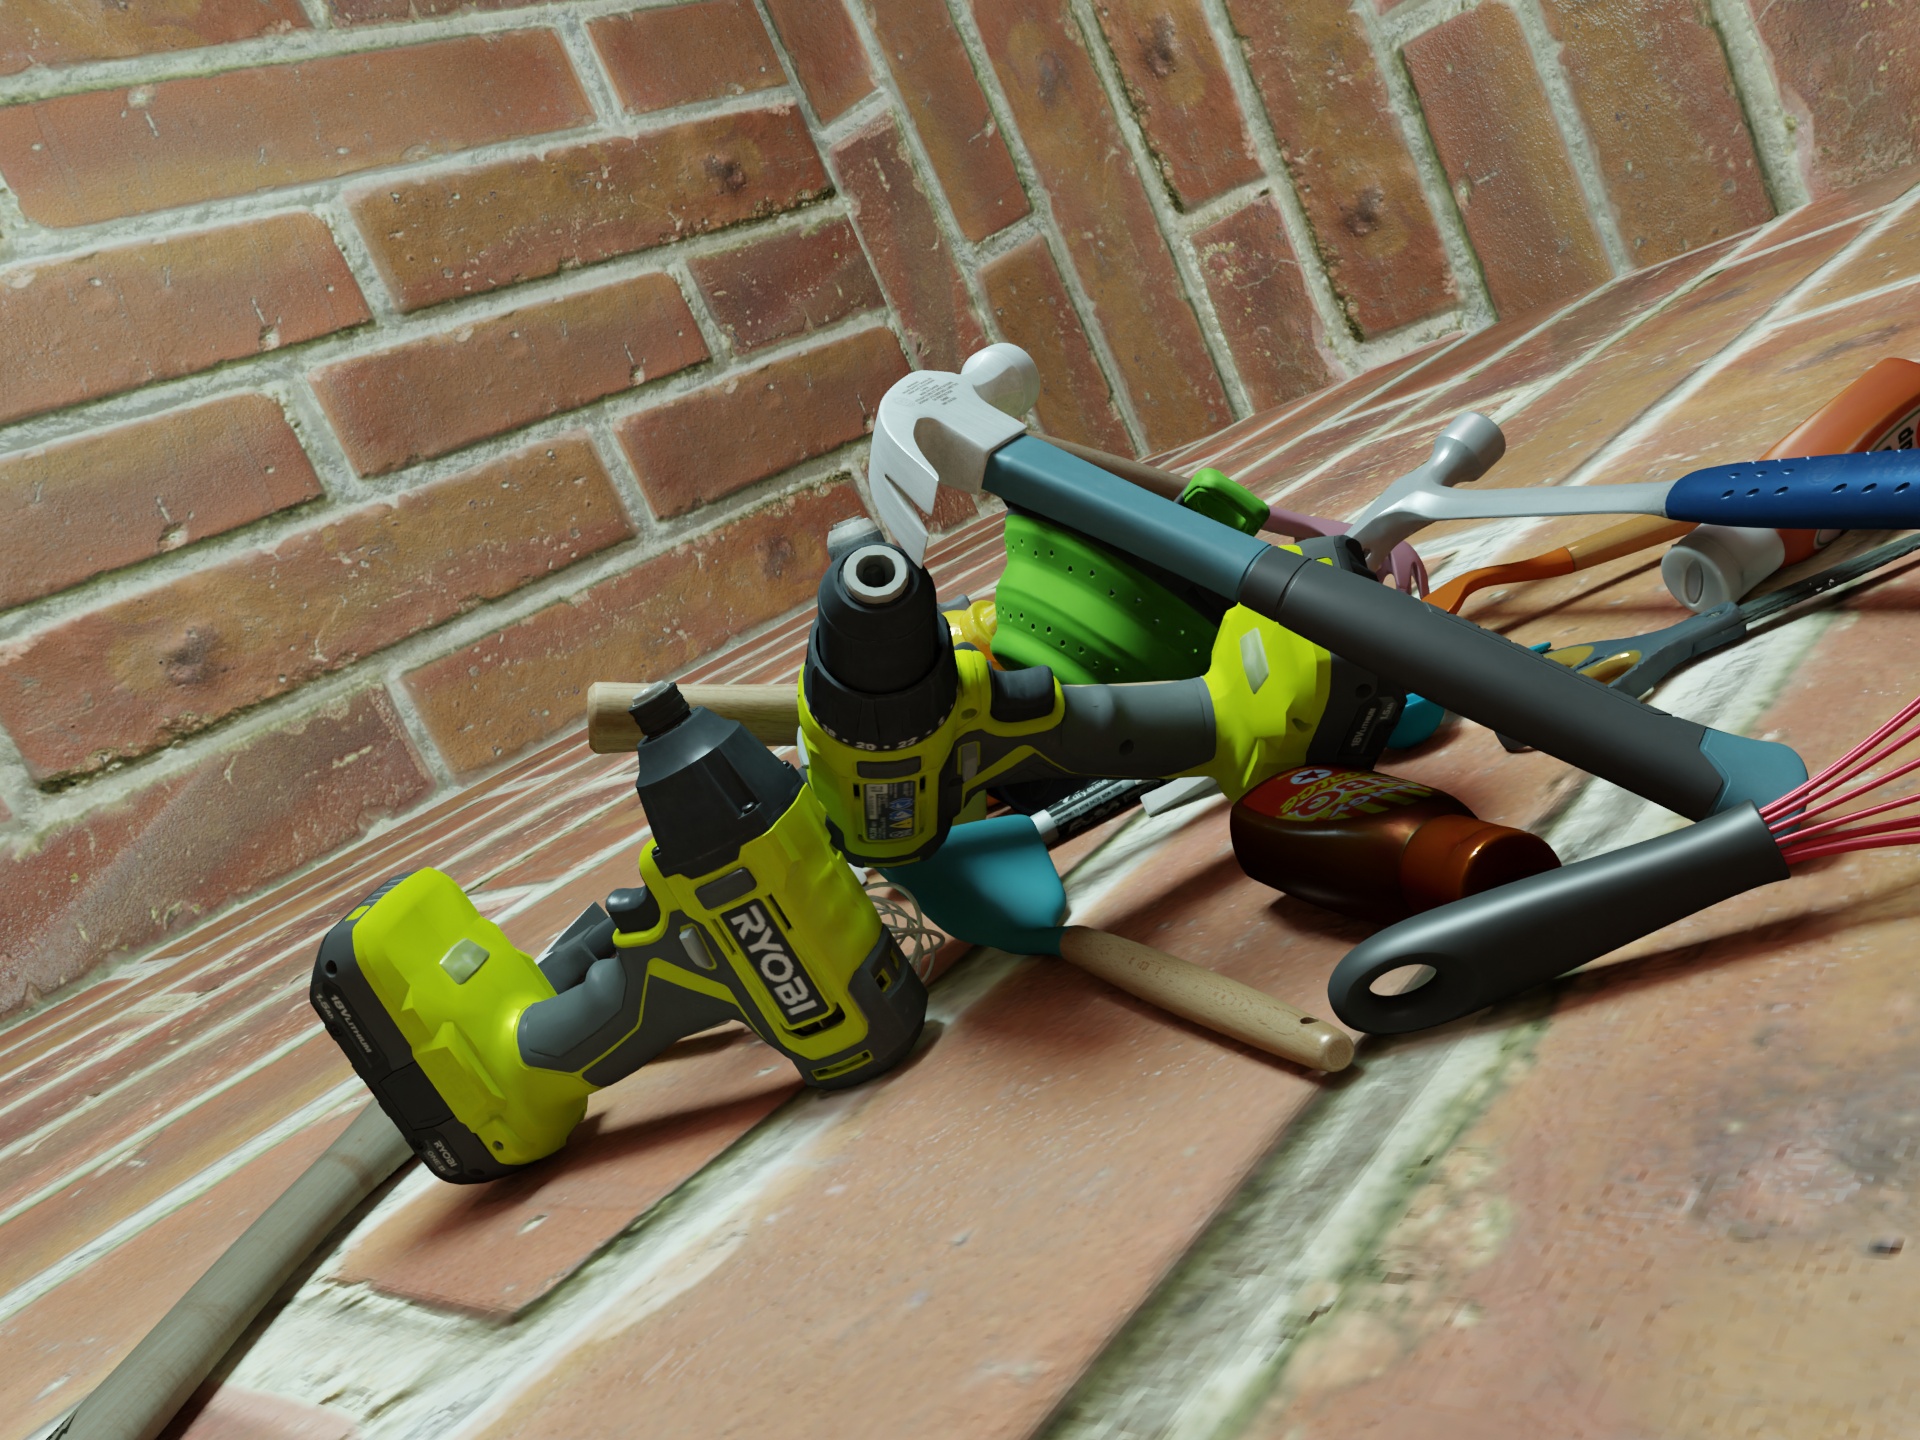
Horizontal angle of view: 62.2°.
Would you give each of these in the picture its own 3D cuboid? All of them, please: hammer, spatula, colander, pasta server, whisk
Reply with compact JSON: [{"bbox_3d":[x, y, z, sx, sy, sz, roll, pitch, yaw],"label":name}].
[{"bbox_3d":[0.112,-0.044,0.530,0.331,0.033,0.128,27,38,20],"label":"hammer"},{"bbox_3d":[0.344,-0.084,0.835,0.322,0.041,0.081,-20,6,1],"label":"spatula"},{"bbox_3d":[0.087,-0.052,0.843,0.094,0.204,0.397,-56,0,-4],"label":"colander"},{"bbox_3d":[-0.001,-0.002,0.730,0.331,0.031,0.130,-1,-38,-13],"label":"hammer"},{"bbox_3d":[0.139,-0.119,0.906,0.316,0.040,0.060,13,-5,-22],"label":"pasta server"},{"bbox_3d":[-0.107,0.127,0.736,0.246,0.058,0.059,-23,-26,34],"label":"whisk"},{"bbox_3d":[0.235,0.023,0.425,0.296,0.073,0.073,-27,8,20],"label":"whisk"},{"bbox_3d":[-0.120,0.063,0.929,0.335,0.035,0.146,-37,6,8],"label":"hammer"},{"bbox_3d":[0.309,-0.094,0.704,0.144,0.035,0.406,-43,19,-12],"label":"hammer"},{"bbox_3d":[0.051,0.079,0.604,0.082,0.044,0.317,-12,7,-20],"label":"spatula"},{"bbox_3d":[-0.308,0.242,0.633,0.146,0.038,0.411,-24,9,9],"label":"hammer"}]

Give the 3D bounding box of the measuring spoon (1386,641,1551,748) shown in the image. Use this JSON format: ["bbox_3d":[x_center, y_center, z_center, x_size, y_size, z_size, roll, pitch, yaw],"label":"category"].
[{"bbox_3d":[0.236,-0.011,0.741,0.128,0.021,0.042,-20,0,-30],"label":"measuring spoon"}]

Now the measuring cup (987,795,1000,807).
[{"bbox_3d":[-0.021,0.035,0.999,0.173,0.052,0.095,-21,10,30],"label":"measuring cup"}]

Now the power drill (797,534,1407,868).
[{"bbox_3d":[0.048,-0.012,0.627,0.228,0.080,0.190,-5,-29,-5],"label":"power drill"}]

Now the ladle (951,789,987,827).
[{"bbox_3d":[-0.069,0.059,0.972,0.078,0.062,0.320,-32,9,-22],"label":"ladle"}]

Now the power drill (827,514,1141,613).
[{"bbox_3d":[0.024,-0.088,1.162,0.226,0.185,0.084,-22,8,-6],"label":"power drill"}]

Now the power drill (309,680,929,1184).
[{"bbox_3d":[-0.146,0.092,0.651,0.223,0.171,0.080,-25,14,22],"label":"power drill"}]

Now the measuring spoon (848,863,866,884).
[{"bbox_3d":[-0.109,0.105,0.930,0.124,0.018,0.034,-20,11,28],"label":"measuring spoon"}]
